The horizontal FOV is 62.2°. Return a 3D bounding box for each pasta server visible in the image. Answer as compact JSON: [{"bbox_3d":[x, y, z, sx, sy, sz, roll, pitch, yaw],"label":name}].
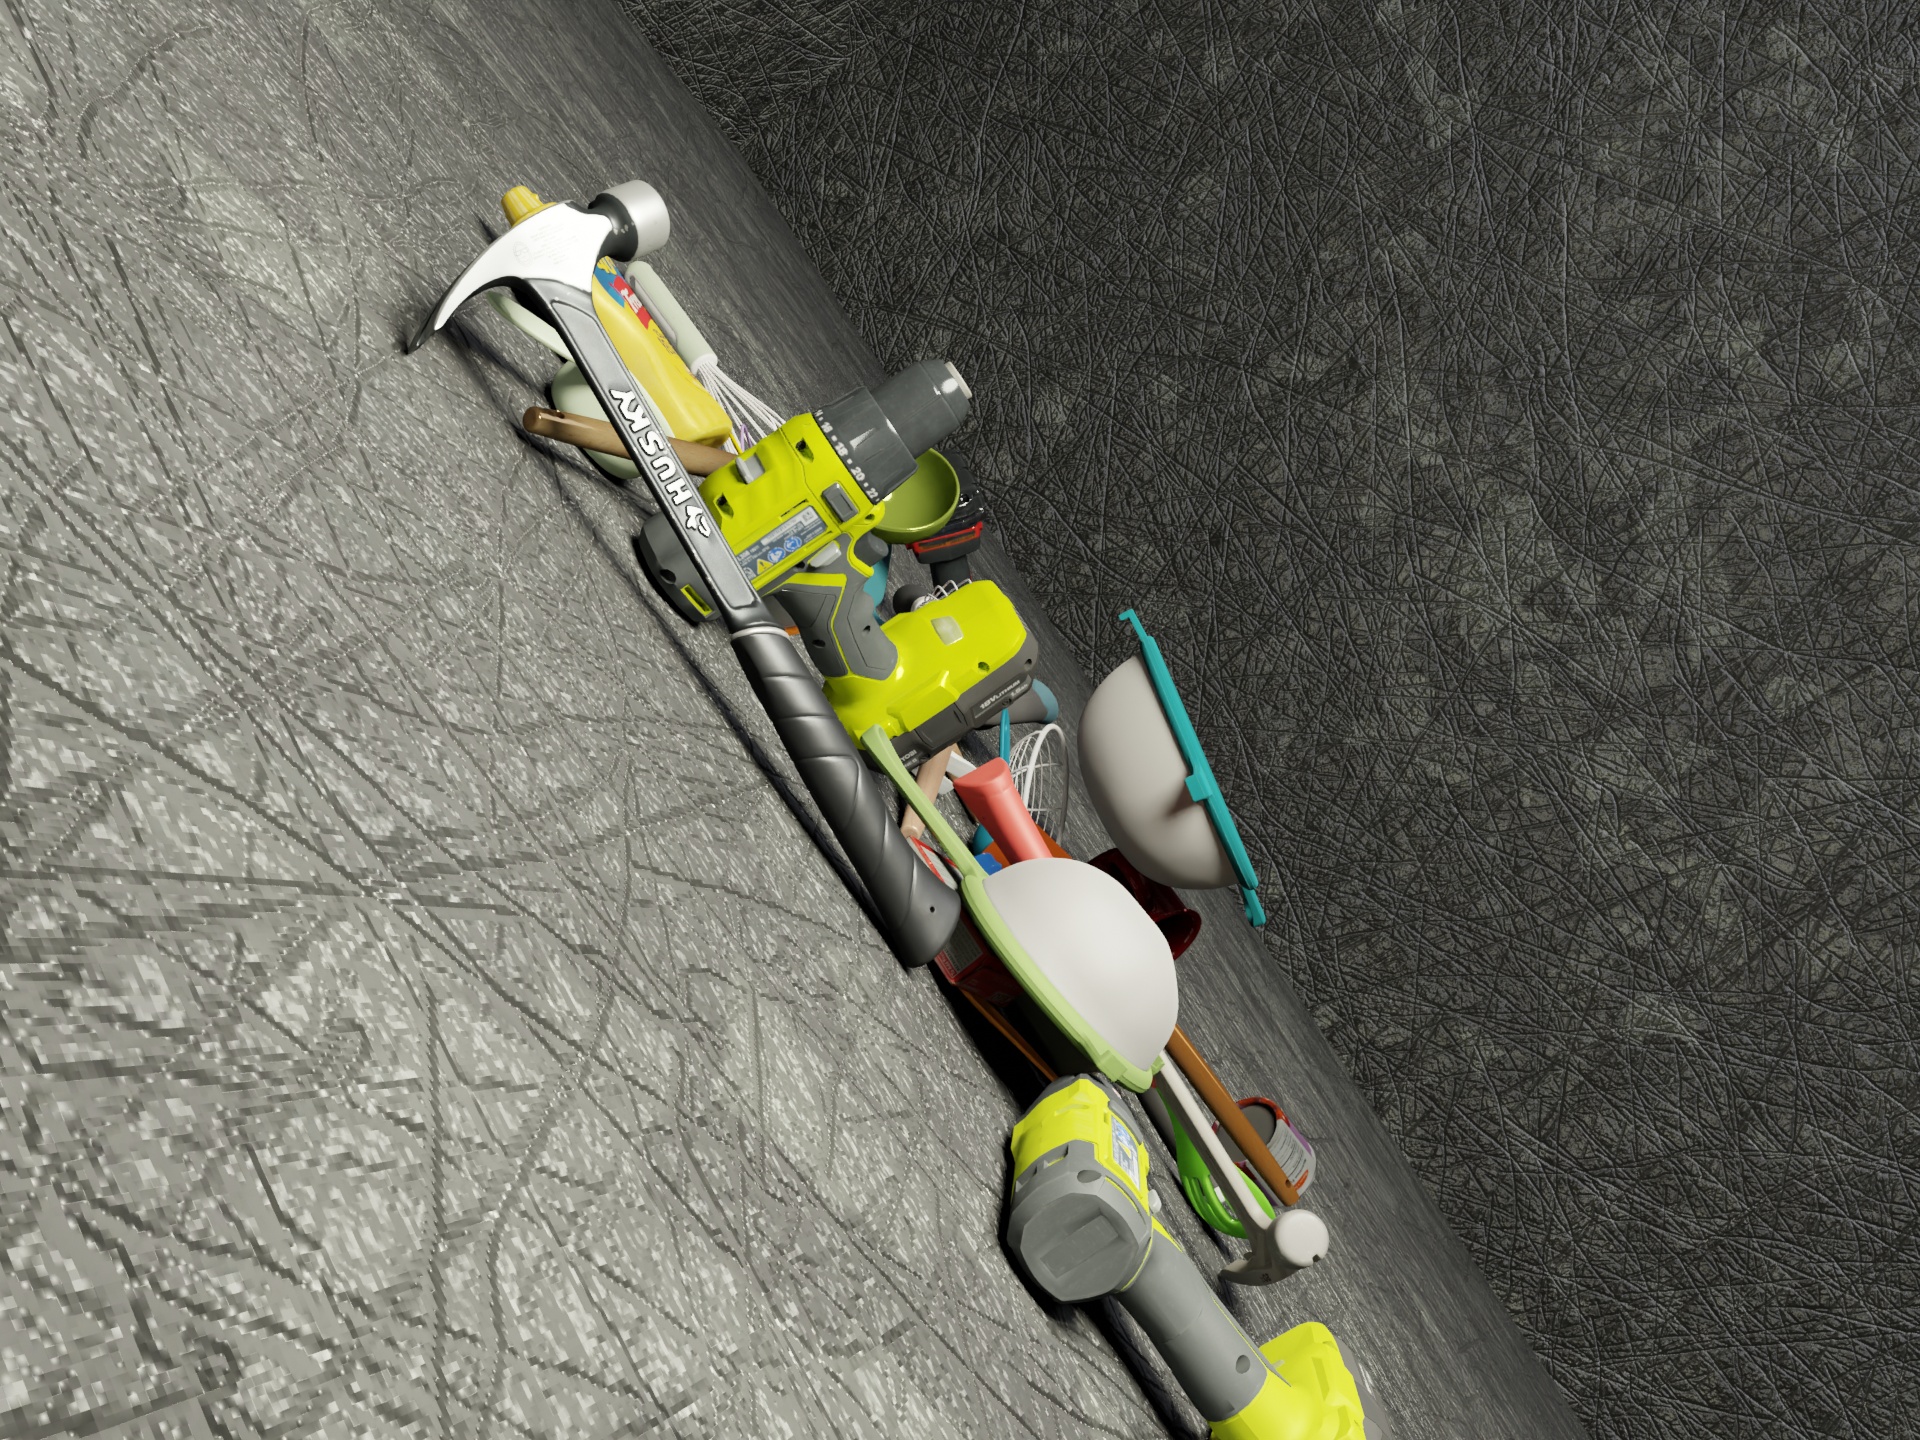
[{"bbox_3d":[-0.002,-0.004,1.105,0.060,0.040,0.316,59,21,-19],"label":"pasta server"}]

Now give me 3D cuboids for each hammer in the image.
[{"bbox_3d":[0.100,0.183,0.994,0.359,0.036,0.149,58,-17,15],"label":"hammer"},{"bbox_3d":[-0.111,-0.056,0.778,0.149,0.036,0.408,-38,104,-39],"label":"hammer"},{"bbox_3d":[0.008,-0.012,1.246,0.128,0.033,0.331,58,20,11],"label":"hammer"}]

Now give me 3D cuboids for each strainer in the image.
[{"bbox_3d":[0.041,0.085,0.882,0.256,0.069,0.151,51,5,19],"label":"strainer"},{"bbox_3d":[0.169,0.086,1.276,0.340,0.095,0.211,60,10,-47],"label":"strainer"}]

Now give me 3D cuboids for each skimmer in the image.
[{"bbox_3d":[0.122,0.171,1.160,0.364,0.090,0.127,60,4,24],"label":"skimmer"}]

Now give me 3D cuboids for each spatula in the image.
[{"bbox_3d":[0.129,0.206,1.097,0.322,0.041,0.081,54,45,-3],"label":"spatula"},{"bbox_3d":[-0.037,-0.048,1.285,0.082,0.044,0.318,40,19,-54],"label":"spatula"}]

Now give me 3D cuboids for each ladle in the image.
[{"bbox_3d":[-0.112,-0.149,0.903,0.320,0.062,0.078,4,45,-55],"label":"ladle"}]

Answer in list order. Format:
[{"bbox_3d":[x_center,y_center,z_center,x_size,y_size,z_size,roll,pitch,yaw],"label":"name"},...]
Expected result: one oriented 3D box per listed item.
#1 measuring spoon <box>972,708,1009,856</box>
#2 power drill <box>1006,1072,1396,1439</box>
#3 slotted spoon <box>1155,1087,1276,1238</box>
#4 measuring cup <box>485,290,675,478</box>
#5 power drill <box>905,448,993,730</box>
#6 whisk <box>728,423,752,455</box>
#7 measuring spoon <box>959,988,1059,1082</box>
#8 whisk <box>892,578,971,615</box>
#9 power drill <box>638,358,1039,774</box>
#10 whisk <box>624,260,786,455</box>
[{"bbox_3d":[0.022,0.050,1.151,0.042,0.021,0.129,60,30,-60],"label":"measuring spoon"},{"bbox_3d":[0.109,0.275,0.761,0.223,0.080,0.171,52,9,-4],"label":"power drill"},{"bbox_3d":[0.116,0.210,1.050,0.070,0.031,0.314,-29,-91,56],"label":"slotted spoon"},{"bbox_3d":[-0.212,-0.180,0.850,0.083,0.038,0.167,59,11,21],"label":"measuring cup"},{"bbox_3d":[-0.012,-0.123,1.423,0.188,0.080,0.226,-111,-173,-58],"label":"power drill"},{"bbox_3d":[-0.136,-0.152,1.074,0.047,0.051,0.245,32,-1,-3],"label":"whisk"},{"bbox_3d":[0.030,0.184,0.897,0.116,0.011,0.021,48,5,-21],"label":"measuring spoon"},{"bbox_3d":[-0.020,-0.074,1.152,0.070,0.070,0.285,53,-3,-13],"label":"whisk"},{"bbox_3d":[-0.045,-0.084,0.905,0.228,0.190,0.080,53,5,-47],"label":"power drill"},{"bbox_3d":[-0.200,-0.276,1.263,0.246,0.059,0.057,54,-29,18],"label":"whisk"}]
